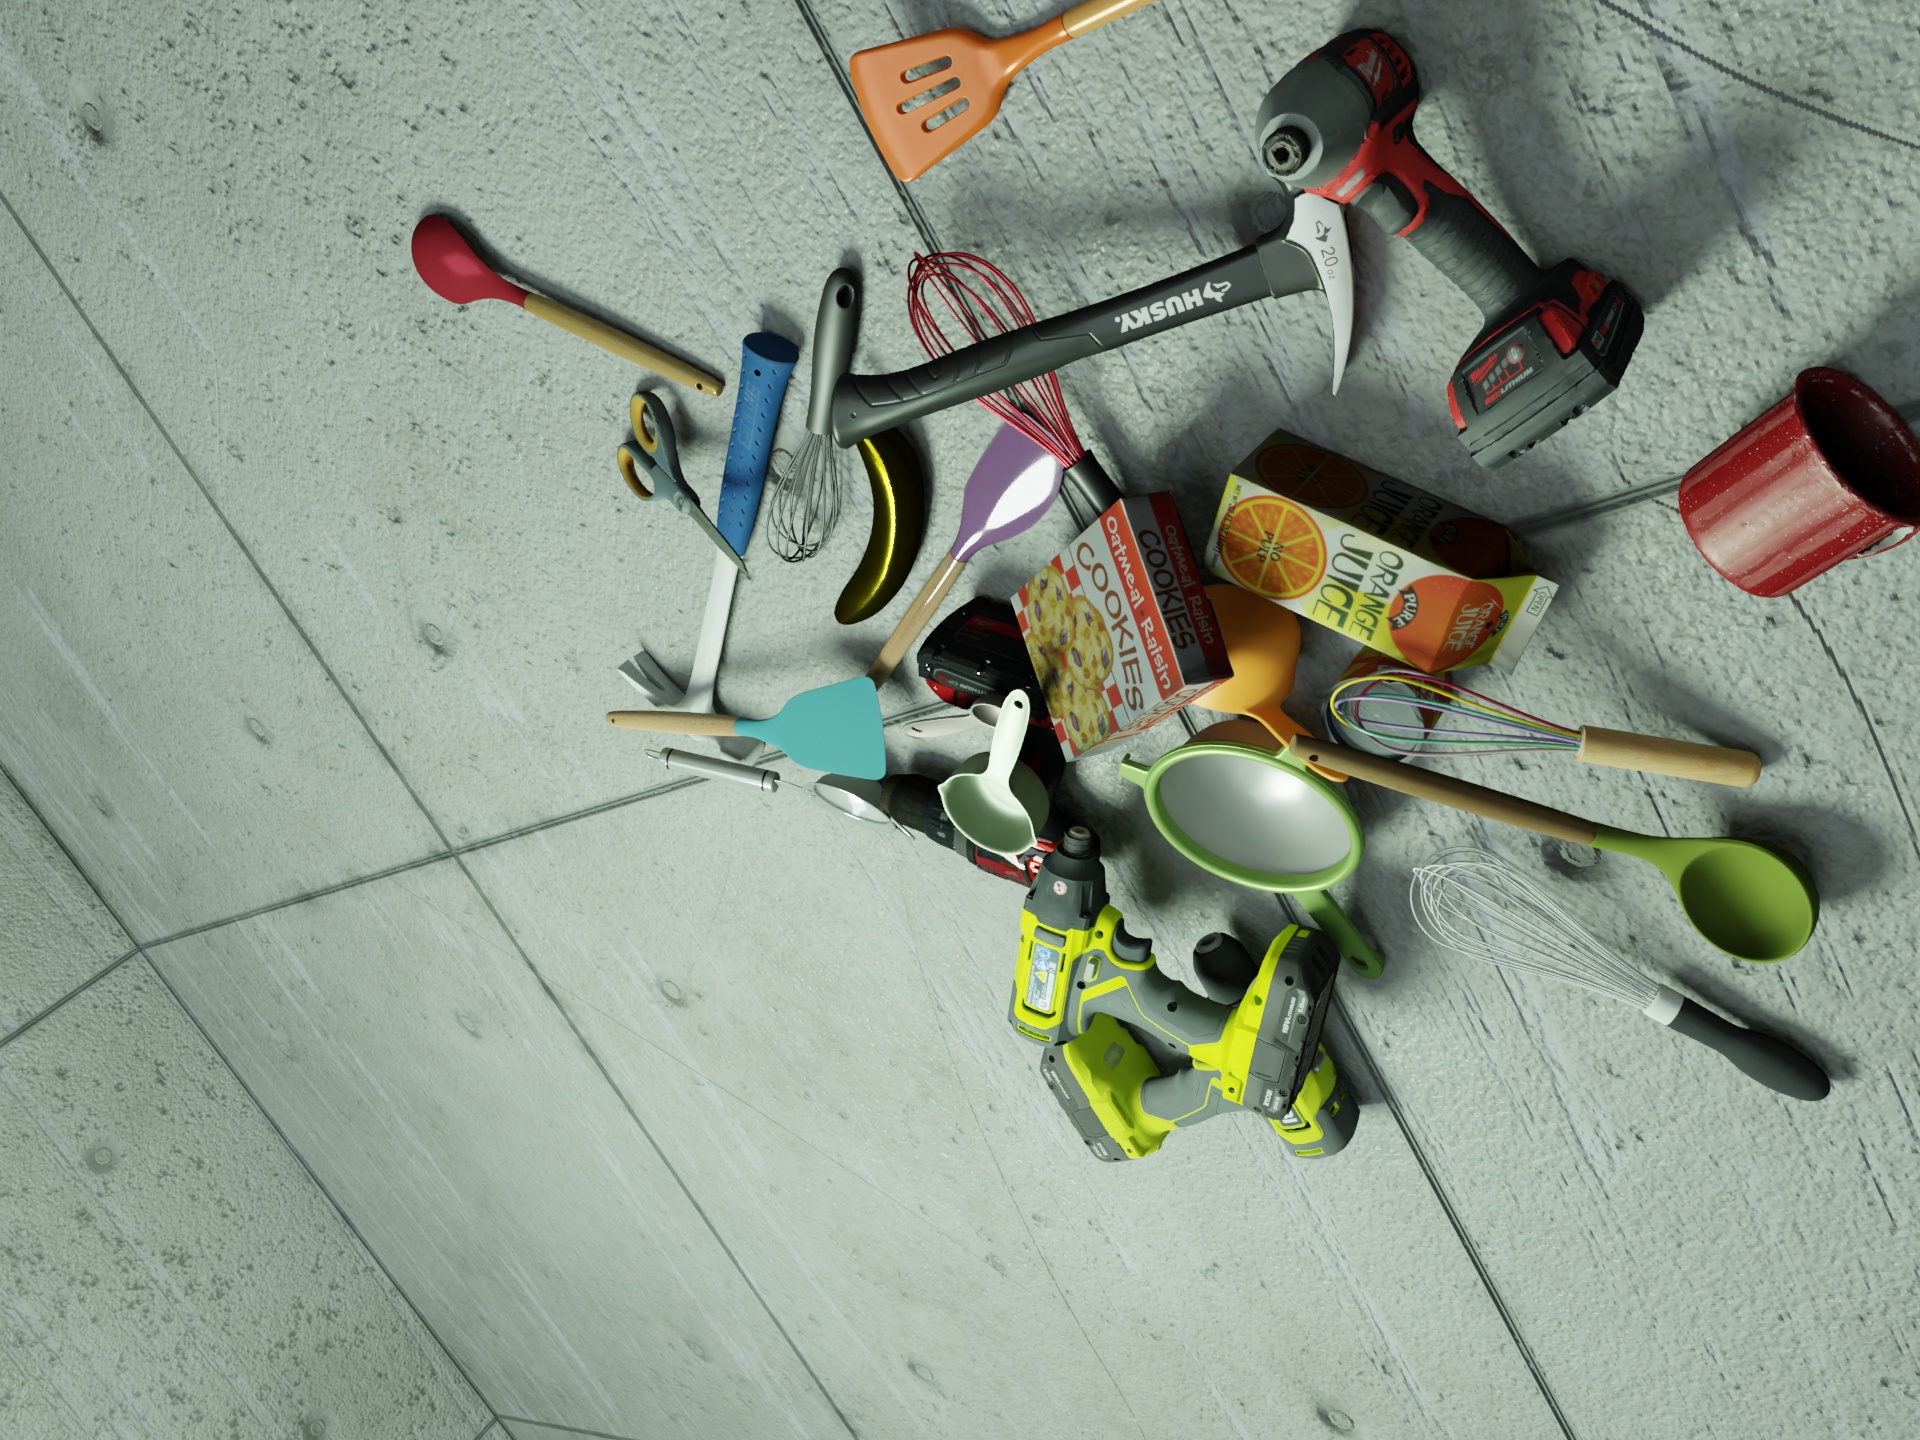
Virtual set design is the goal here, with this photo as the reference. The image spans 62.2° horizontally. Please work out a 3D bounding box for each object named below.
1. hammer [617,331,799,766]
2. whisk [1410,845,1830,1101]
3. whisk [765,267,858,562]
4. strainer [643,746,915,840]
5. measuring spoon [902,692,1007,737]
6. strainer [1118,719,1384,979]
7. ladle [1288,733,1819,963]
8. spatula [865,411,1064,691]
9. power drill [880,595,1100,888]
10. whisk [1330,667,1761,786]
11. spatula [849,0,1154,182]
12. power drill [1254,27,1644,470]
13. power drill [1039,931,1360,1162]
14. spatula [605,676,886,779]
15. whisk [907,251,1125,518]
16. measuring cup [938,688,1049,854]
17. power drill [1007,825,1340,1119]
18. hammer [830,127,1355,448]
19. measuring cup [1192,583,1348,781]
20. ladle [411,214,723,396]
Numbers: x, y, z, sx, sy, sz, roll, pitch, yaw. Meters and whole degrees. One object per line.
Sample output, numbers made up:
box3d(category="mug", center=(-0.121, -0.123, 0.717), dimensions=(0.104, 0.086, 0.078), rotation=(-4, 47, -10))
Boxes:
box3d(category="hammer", center=(-0.192, -0.133, 1.276), dimensions=(0.144, 0.035, 0.405), rotation=(33, 135, 13))
box3d(category="whisk", center=(0.421, 0.165, 1.022), dimensions=(0.284, 0.070, 0.070), rotation=(29, 134, 10))
box3d(category="whisk", center=(-0.103, -0.213, 1.145), dimensions=(0.055, 0.055, 0.238), rotation=(28, 129, 18))
box3d(category="strainer", center=(-0.153, 0.051, 1.349), dimensions=(0.258, 0.050, 0.086), rotation=(12, 158, 15))
box3d(category="measuring spoon", center=(-0.002, -0.004, 1.132), dimensions=(0.034, 0.018, 0.124), rotation=(35, 154, -29))
box3d(category="strainer", center=(0.236, 0.081, 1.102), dimensions=(0.151, 0.069, 0.256), rotation=(-10, 132, 43))
box3d(category="ladle", center=(0.344, 0.068, 0.928), dimensions=(0.320, 0.062, 0.078), rotation=(17, 135, -3))
box3d(category="spatula", center=(-0.010, -0.105, 1.172), dimensions=(0.060, 0.018, 0.315), rotation=(41, 135, 2))
box3d(category="power drill", center=(0.017, 0.023, 1.207), dimensions=(0.188, 0.080, 0.226), rotation=(20, 134, 25))
box3d(category="whisk", center=(0.339, 0.008, 0.925), dimensions=(0.245, 0.051, 0.047), rotation=(10, 112, 6))
box3d(category="spatula", center=(0.076, -0.393, 0.881), dimensions=(0.323, 0.041, 0.081), rotation=(-9, 114, 40))
box3d(category="power drill", center=(0.236, -0.242, 0.798), dimensions=(0.219, 0.143, 0.078), rotation=(48, 134, -5))
box3d(category="power drill", center=(0.178, 0.265, 1.260), dimensions=(0.228, 0.080, 0.190), rotation=(-22, 106, 41))
box3d(category="spatula", center=(-0.192, 0.003, 1.329), dimensions=(0.318, 0.044, 0.082), rotation=(3, 105, 42))
box3d(category="whisk", center=(0.064, -0.184, 1.032), dimensions=(0.073, 0.073, 0.295), rotation=(-26, 109, 45))
box3d(category="measuring cup", center=(0.035, 0.027, 1.107), dimensions=(0.083, 0.038, 0.167), rotation=(29, 139, 14))
box3d(category="power drill", center=(0.148, 0.180, 1.143), dimensions=(0.223, 0.080, 0.171), rotation=(18, 115, 22))
box3d(category="hammer", center=(0.070, -0.223, 0.945), dimensions=(0.335, 0.035, 0.146), rotation=(-15, 113, 23))
box3d(category="measuring cup", center=(0.192, -0.028, 0.991), dimensions=(0.174, 0.095, 0.052), rotation=(-128, 32, -48))
box3d(category="ladle", center=(-0.316, -0.317, 1.244), dimensions=(0.315, 0.031, 0.069), rotation=(27, 133, 16))
